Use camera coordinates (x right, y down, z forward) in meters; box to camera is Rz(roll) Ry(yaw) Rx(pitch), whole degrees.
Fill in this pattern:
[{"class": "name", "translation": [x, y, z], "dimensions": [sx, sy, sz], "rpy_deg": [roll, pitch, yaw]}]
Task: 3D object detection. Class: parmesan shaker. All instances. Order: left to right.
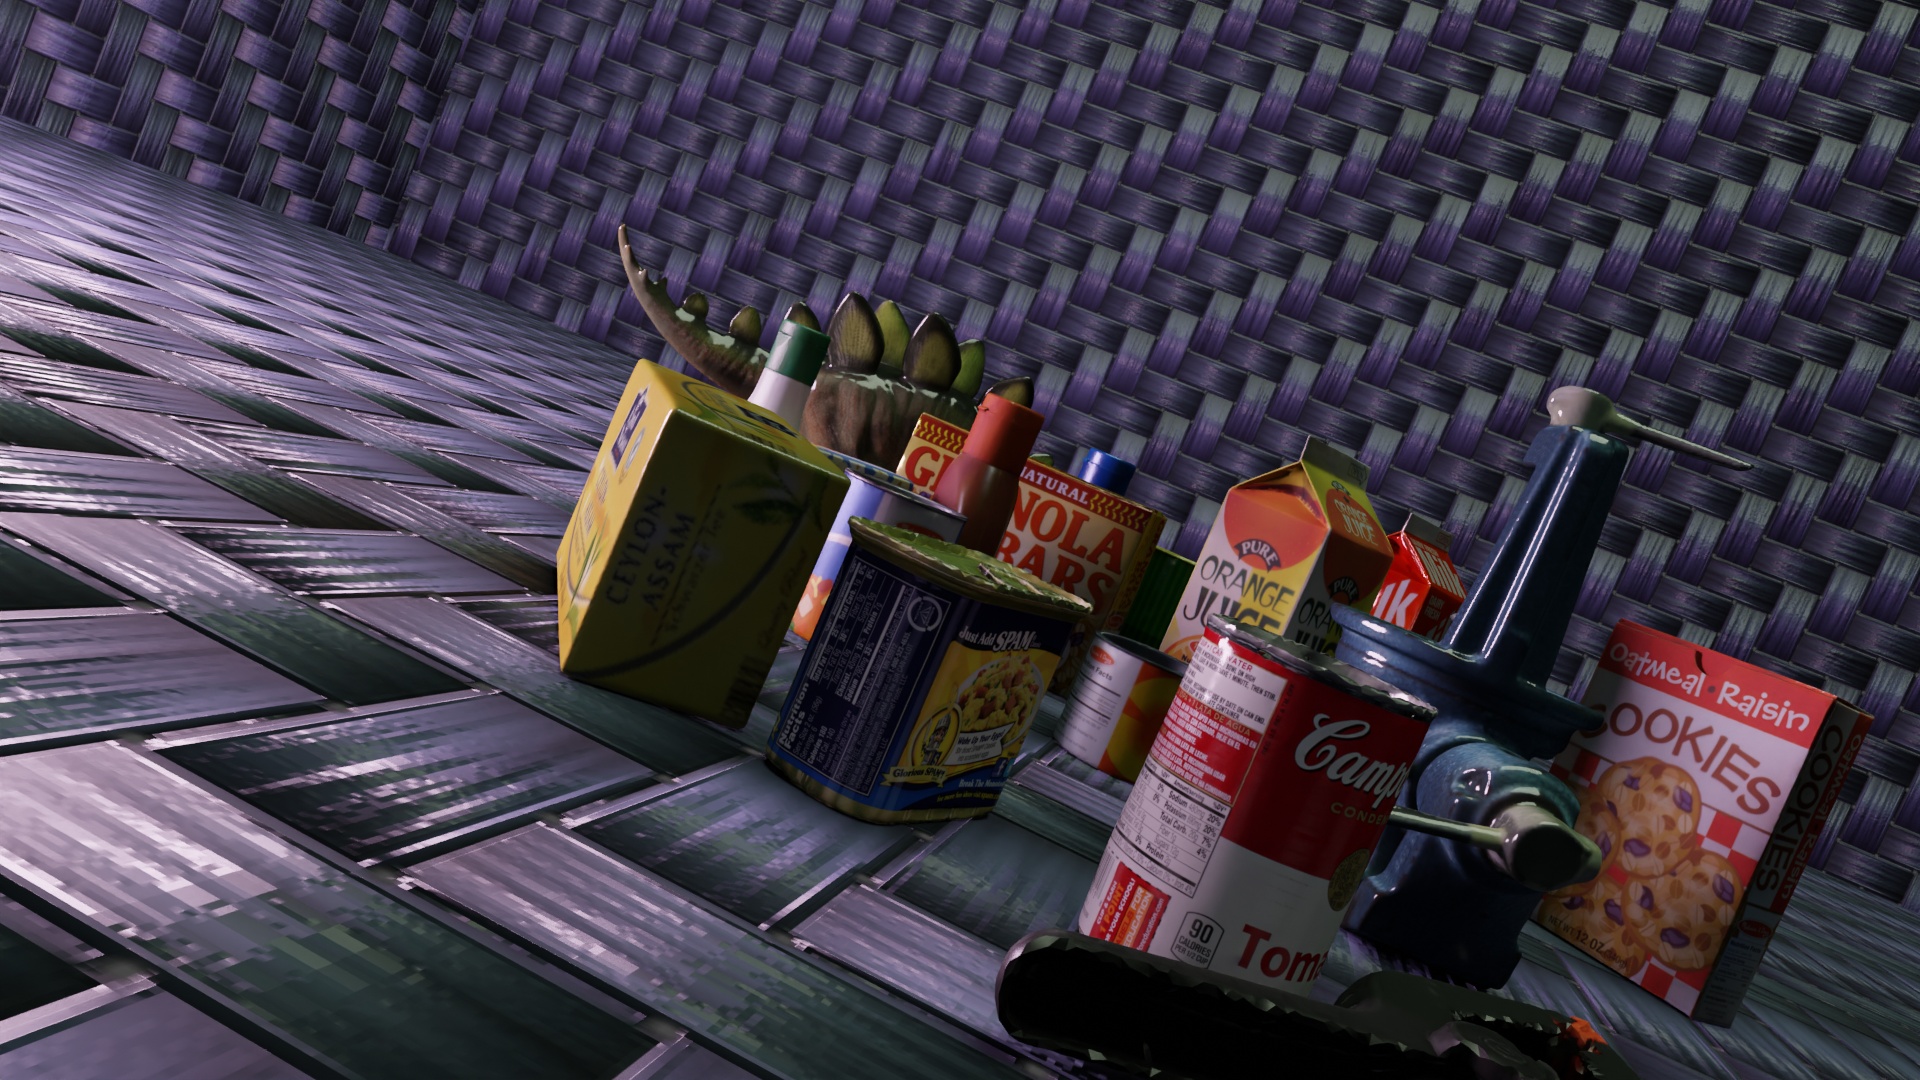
[{"class": "parmesan shaker", "translation": [0.127, 0.060, 0.881], "dimensions": [0.071, 0.103, 0.071], "rpy_deg": [23, 4, -1]}]

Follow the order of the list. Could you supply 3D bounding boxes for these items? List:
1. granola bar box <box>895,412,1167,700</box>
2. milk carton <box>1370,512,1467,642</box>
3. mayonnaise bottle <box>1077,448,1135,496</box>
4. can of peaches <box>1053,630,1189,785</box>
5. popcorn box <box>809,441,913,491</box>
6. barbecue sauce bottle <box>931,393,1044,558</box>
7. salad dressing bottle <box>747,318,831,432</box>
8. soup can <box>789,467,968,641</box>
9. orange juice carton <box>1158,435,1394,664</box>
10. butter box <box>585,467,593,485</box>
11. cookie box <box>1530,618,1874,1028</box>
[{"class": "granola bar box", "translation": [0.026, 0.008, 0.857], "dimensions": [0.166, 0.124, 0.039], "rpy_deg": [24, 4, 22]}, {"class": "milk carton", "translation": [0.293, 0.076, 0.976], "dimensions": [0.072, 0.190, 0.073], "rpy_deg": [19, 5, -45]}, {"class": "mayonnaise bottle", "translation": [0.082, 0.008, 1.005], "dimensions": [0.041, 0.148, 0.065], "rpy_deg": [22, 4, -13]}, {"class": "can of peaches", "translation": [0.088, 0.084, 0.680], "dimensions": [0.071, 0.058, 0.071], "rpy_deg": [23, 4, -1]}, {"class": "popcorn box", "translation": [-0.090, -0.011, 0.757], "dimensions": [0.038, 0.085, 0.127], "rpy_deg": [26, 5, 37]}, {"class": "barbecue sauce bottle", "translation": [0.003, -0.010, 0.796], "dimensions": [0.043, 0.148, 0.065], "rpy_deg": [21, 4, -23]}, {"class": "salad dressing bottle", "translation": [-0.135, -0.082, 0.979], "dimensions": [0.044, 0.147, 0.064], "rpy_deg": [20, 5, -41]}, {"class": "soup can", "translation": [-0.043, 0.014, 0.694], "dimensions": [0.071, 0.083, 0.071], "rpy_deg": [23, 4, -1]}, {"class": "orange juice carton", "translation": [0.171, 0.039, 0.763], "dimensions": [0.072, 0.192, 0.073], "rpy_deg": [20, 5, -44]}, {"class": "butter box", "translation": [-0.171, -0.035, 0.850], "dimensions": [0.103, 0.053, 0.024], "rpy_deg": [21, 4, -27]}, {"class": "cookie box", "translation": [0.362, 0.138, 0.708], "dimensions": [0.040, 0.167, 0.123], "rpy_deg": [21, 4, -30]}]
